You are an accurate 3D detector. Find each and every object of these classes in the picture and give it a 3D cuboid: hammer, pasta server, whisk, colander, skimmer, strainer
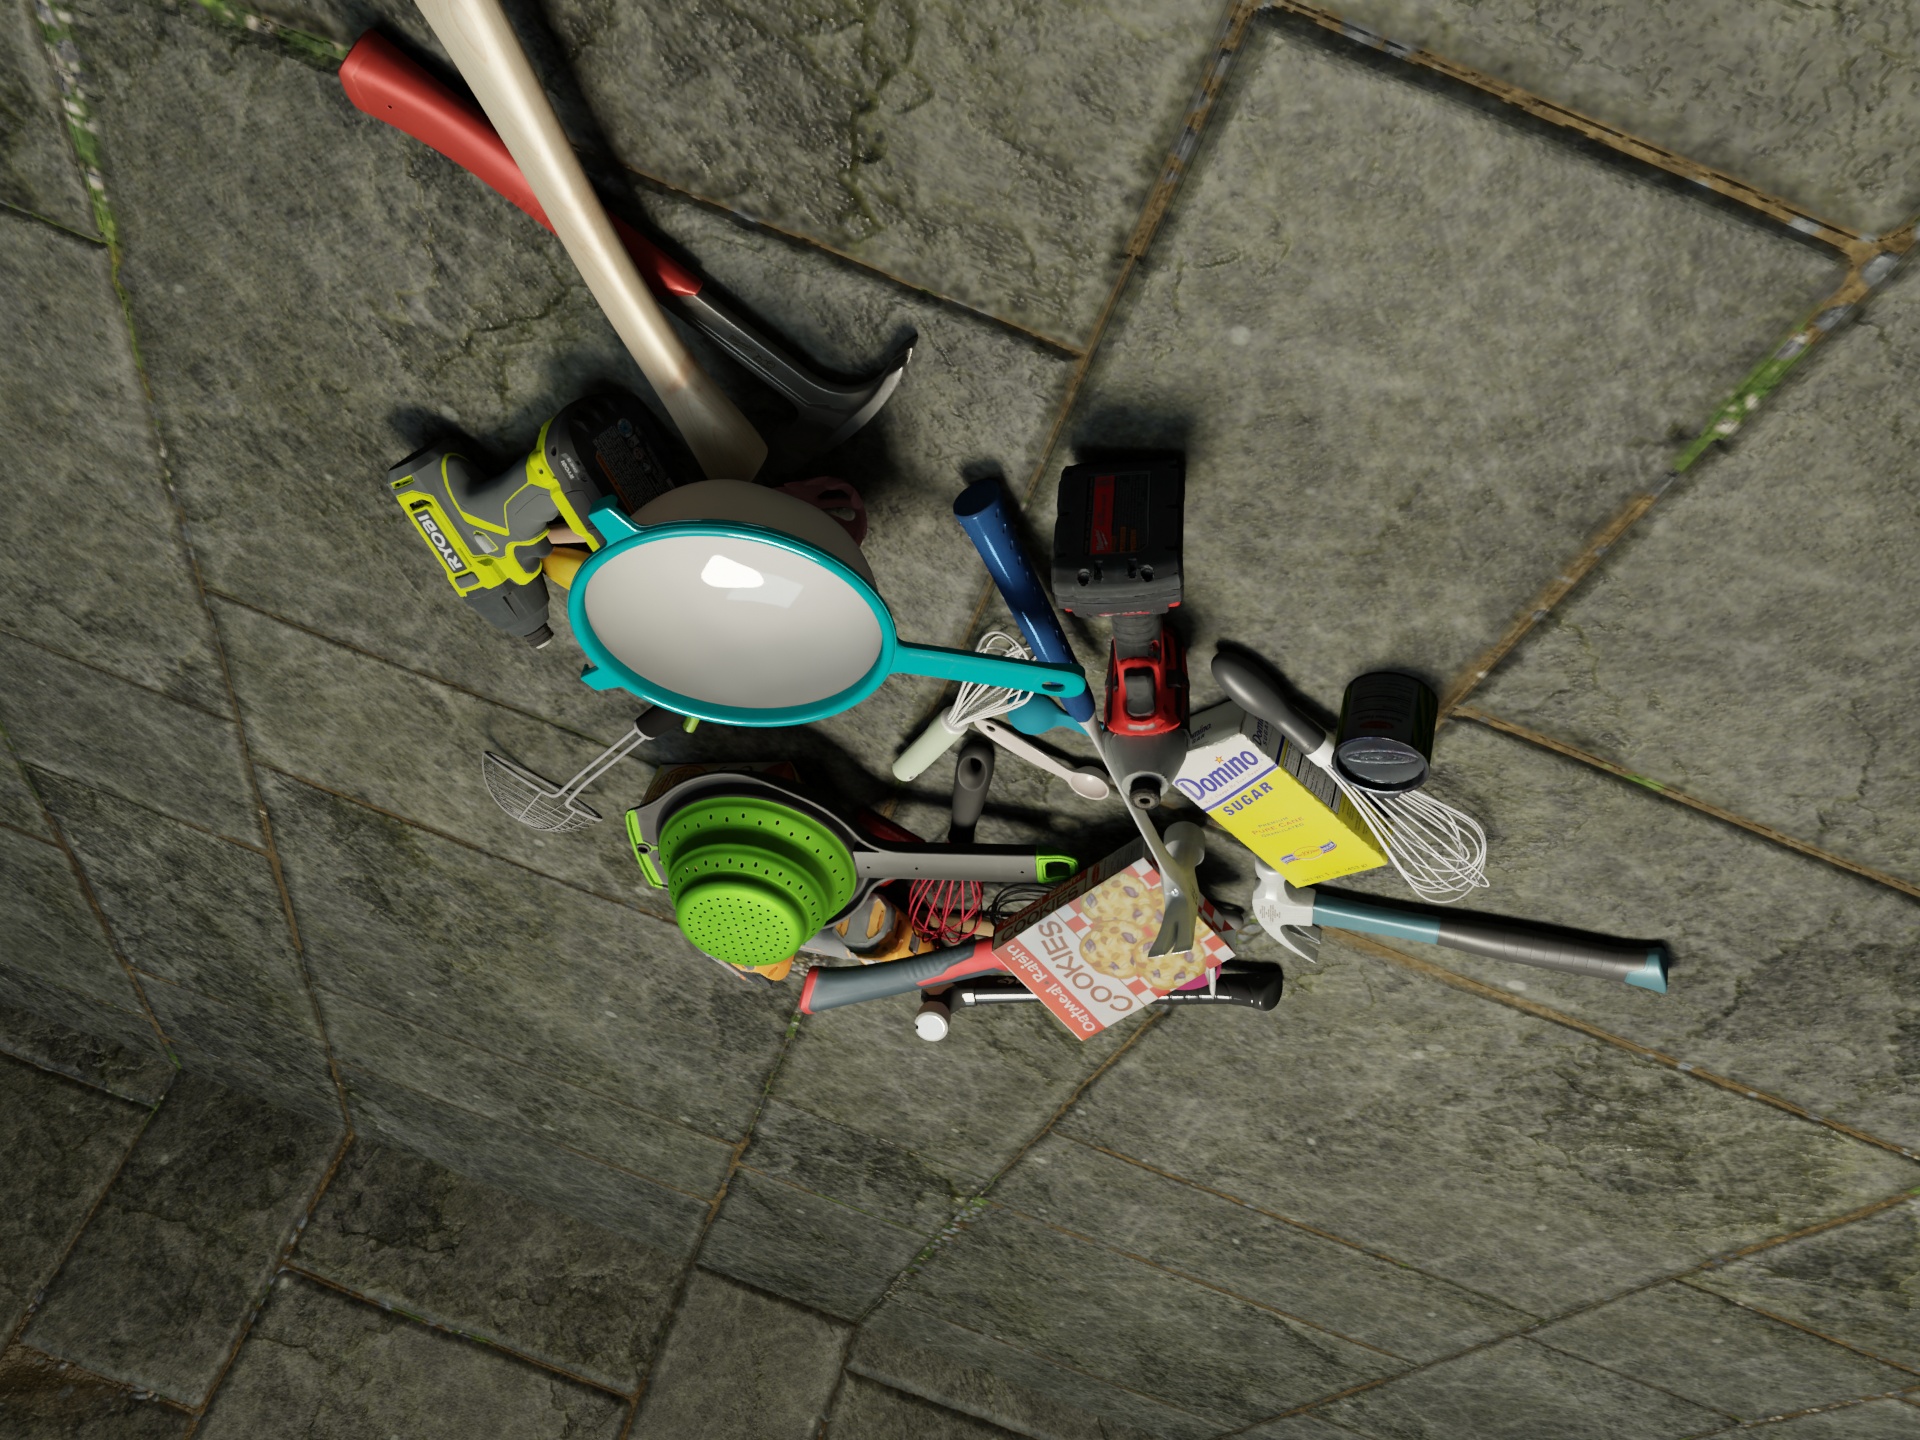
[{"bbox_3d":[0.405,0.174,1.301,0.331,0.033,0.128,9,144,15],"label":"hammer"},{"bbox_3d":[-0.197,-0.143,1.160,0.316,0.040,0.060,-1,121,30],"label":"pasta server"},{"bbox_3d":[-0.201,-0.288,0.960,0.358,0.037,0.149,35,143,-21],"label":"hammer"},{"bbox_3d":[0.286,0.040,1.157,0.284,0.070,0.070,38,142,-18],"label":"whisk"},{"bbox_3d":[-0.003,0.115,1.409,0.073,0.073,0.295,17,140,5],"label":"whisk"},{"bbox_3d":[-0.100,0.145,1.351,0.397,0.095,0.204,1,134,10],"label":"colander"},{"bbox_3d":[0.035,0.223,1.430,0.386,0.038,0.143,-16,115,20],"label":"hammer"},{"bbox_3d":[-0.313,0.010,1.442,0.127,0.090,0.363,34,134,-27],"label":"skimmer"},{"bbox_3d":[-0.002,-0.004,1.255,0.059,0.058,0.246,57,147,7],"label":"whisk"},{"bbox_3d":[-0.224,-0.285,0.911,0.146,0.038,0.410,2,143,26],"label":"hammer"},{"bbox_3d":[0.136,0.177,1.434,0.239,0.055,0.055,0,142,19],"label":"whisk"},{"bbox_3d":[0.132,0.250,1.495,0.335,0.146,0.035,-2,110,12],"label":"hammer"},{"bbox_3d":[0.095,0.005,1.149,0.035,0.144,0.405,-15,126,23],"label":"hammer"},{"bbox_3d":[-0.081,-0.081,1.055,0.340,0.095,0.210,9,146,-9],"label":"strainer"}]

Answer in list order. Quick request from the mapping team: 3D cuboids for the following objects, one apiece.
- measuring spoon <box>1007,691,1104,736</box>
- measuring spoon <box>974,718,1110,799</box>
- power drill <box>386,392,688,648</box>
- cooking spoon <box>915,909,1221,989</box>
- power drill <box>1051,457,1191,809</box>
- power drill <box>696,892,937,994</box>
[{"bbox_3d":[0.096,0.012,1.240,0.128,0.021,0.042,18,146,2],"label":"measuring spoon"},{"bbox_3d":[0.068,0.026,1.287,0.124,0.018,0.034,30,147,-2],"label":"measuring spoon"},{"bbox_3d":[-0.299,-0.140,1.158,0.223,0.080,0.171,-10,120,38],"label":"power drill"},{"bbox_3d":[0.094,0.204,1.493,0.319,0.069,0.017,4,-174,31],"label":"cooking spoon"},{"bbox_3d":[0.114,-0.051,1.036,0.078,0.143,0.219,-2,140,12],"label":"power drill"},{"bbox_3d":[-0.129,0.226,1.594,0.226,0.084,0.185,0,152,27],"label":"power drill"}]
